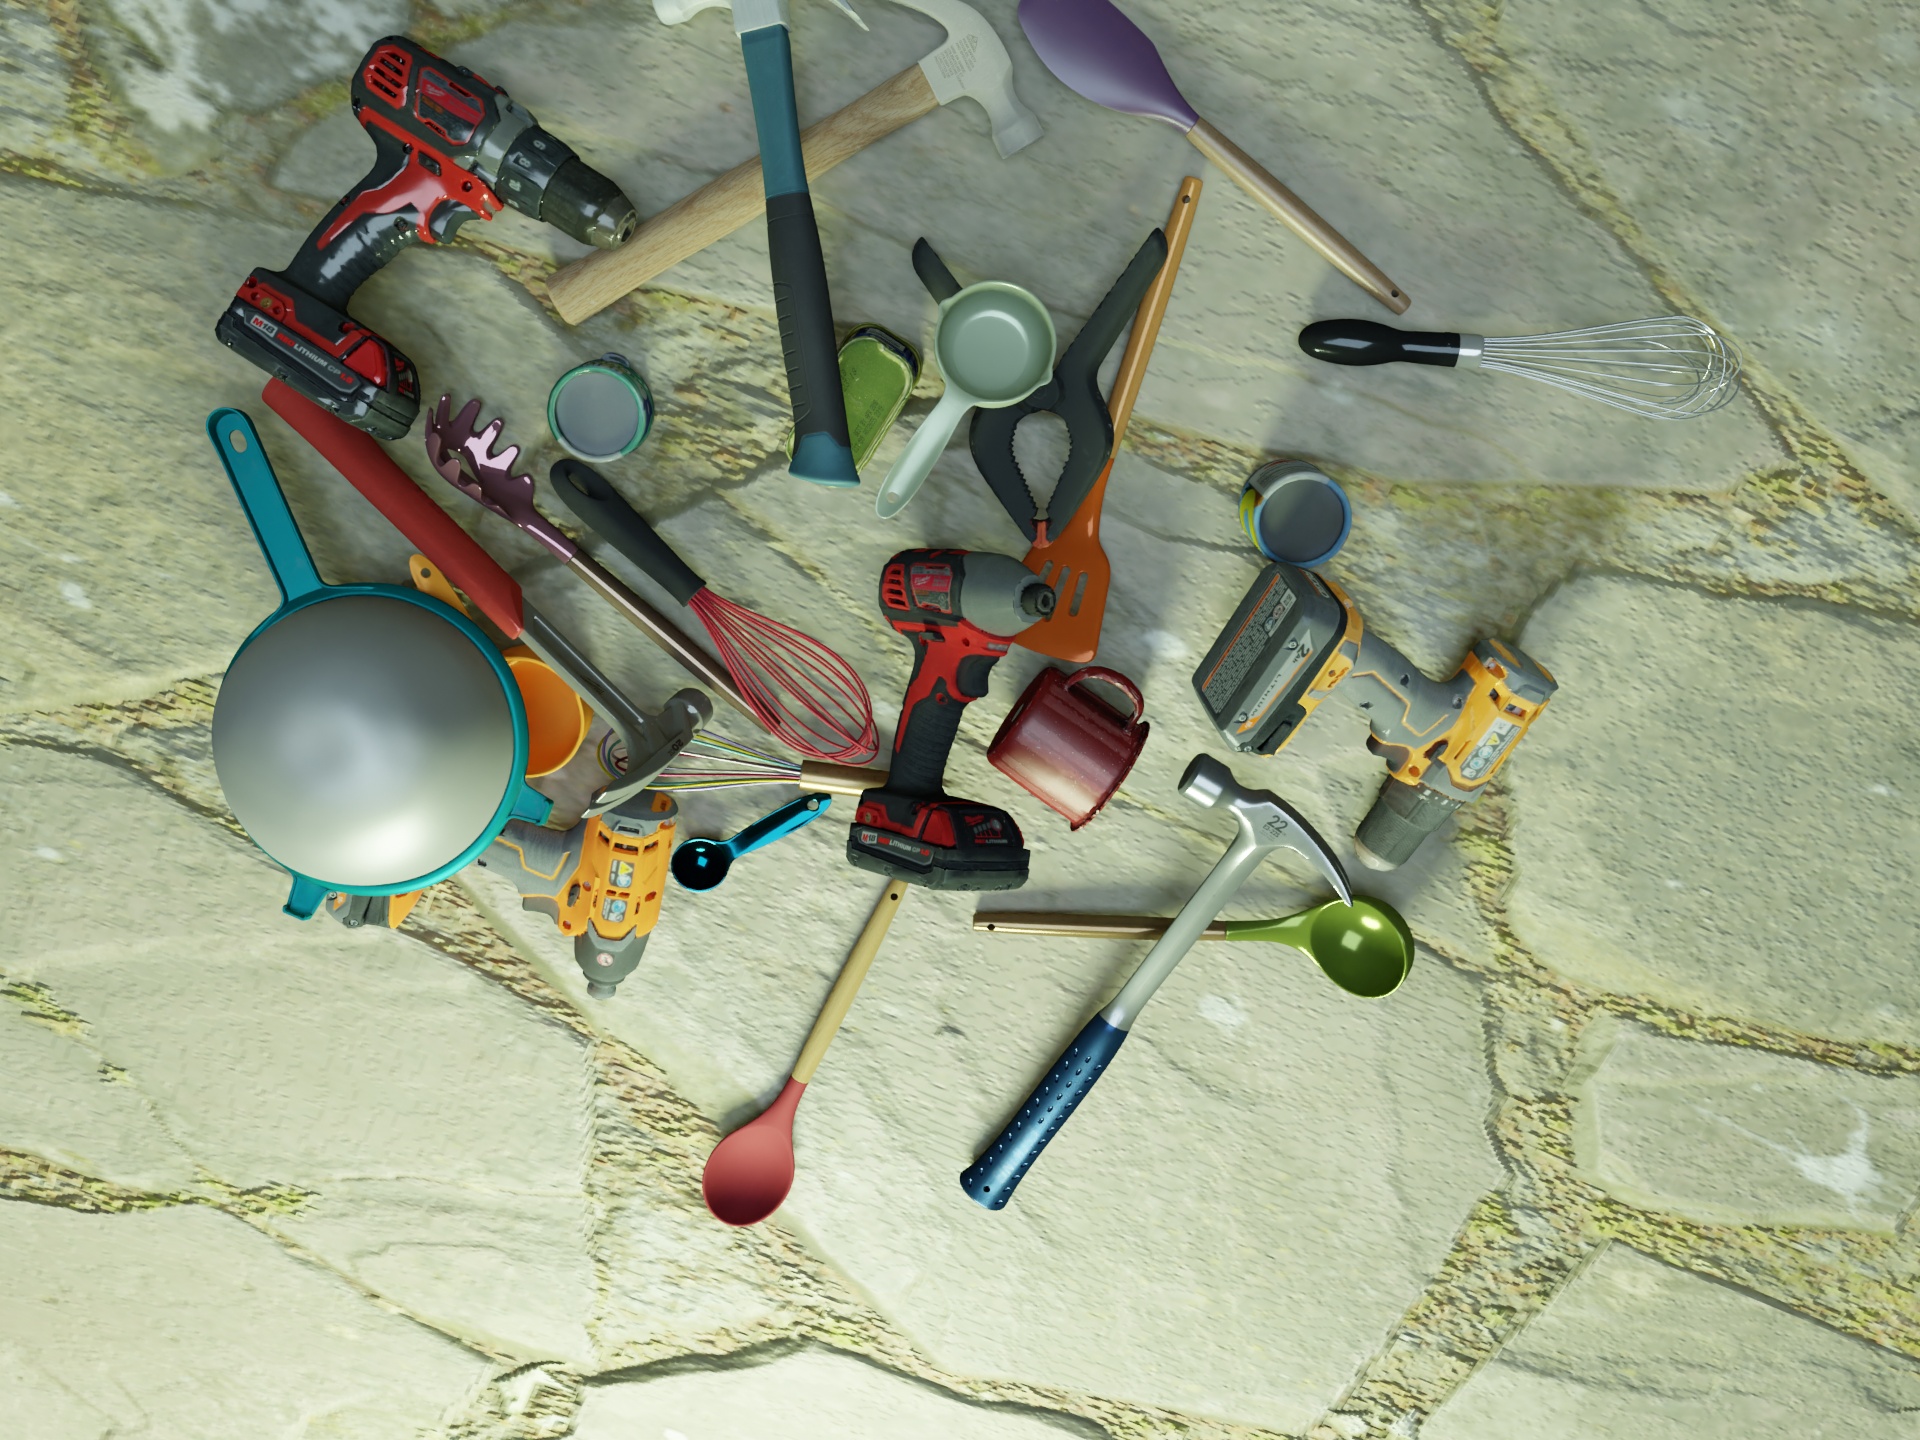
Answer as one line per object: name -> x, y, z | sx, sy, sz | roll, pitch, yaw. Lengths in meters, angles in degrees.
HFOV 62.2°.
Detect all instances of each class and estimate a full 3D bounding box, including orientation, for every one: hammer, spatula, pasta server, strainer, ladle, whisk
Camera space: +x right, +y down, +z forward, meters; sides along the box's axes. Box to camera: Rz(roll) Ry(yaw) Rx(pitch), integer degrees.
hammer -> -0.325, -0.093, 1.050 | 0.359, 0.149, 0.036 | 45, 121, -3
spatula -> 0.102, -0.199, 1.058 | 0.081, 0.041, 0.322 | 21, 106, 12
pasta server -> -0.242, -0.099, 1.095 | 0.316, 0.060, 0.040 | 42, 127, -14
hammer -> -0.121, -0.351, 1.017 | 0.331, 0.031, 0.130 | -27, 106, 9
strainer -> -0.418, -0.043, 1.019 | 0.211, 0.095, 0.340 | -22, 96, 1
ladle -> -0.112, 0.251, 1.210 | 0.069, 0.031, 0.315 | 25, 104, -10
whisk -> -0.168, -0.073, 1.094 | 0.295, 0.073, 0.073 | 43, 103, -7
hammer -> -0.105, -0.304, 0.970 | 0.128, 0.033, 0.331 | -8, 91, 15
hammer -> 0.123, 0.215, 1.159 | 0.144, 0.035, 0.405 | 32, 114, -3
whisk -> 0.364, -0.240, 1.039 | 0.284, 0.070, 0.070 | 6, 108, 4
whisk -> -0.136, 0.040, 1.135 | 0.245, 0.047, 0.051 | 8, 117, -6
ladle -> 0.168, 0.159, 1.163 | 0.320, 0.062, 0.078 | 2, 112, 3
spatula -> 0.167, -0.361, 1.017 | 0.315, 0.018, 0.060 | 36, 86, -10

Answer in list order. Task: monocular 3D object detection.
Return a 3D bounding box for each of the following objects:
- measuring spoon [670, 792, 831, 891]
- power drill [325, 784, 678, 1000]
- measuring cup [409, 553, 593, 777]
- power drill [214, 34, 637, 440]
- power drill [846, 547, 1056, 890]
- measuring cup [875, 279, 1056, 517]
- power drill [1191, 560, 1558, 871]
measuring spoon -> -0.152, 0.083, 1.165 | 0.128, 0.021, 0.042 | -27, 108, -1
power drill -> -0.327, 0.114, 1.142 | 0.226, 0.084, 0.164 | 11, 108, -7
measuring cup -> -0.323, -0.044, 1.106 | 0.095, 0.052, 0.173 | -29, 103, 9
power drill -> -0.330, -0.288, 0.994 | 0.188, 0.080, 0.226 | 32, 91, -2
power drill -> -0.002, -0.003, 1.048 | 0.078, 0.143, 0.219 | 5, 93, -42
measuring cup -> -0.005, -0.196, 0.997 | 0.083, 0.038, 0.167 | 34, 90, -4
power drill -> 0.270, 0.005, 1.084 | 0.226, 0.084, 0.185 | 19, 117, -24
